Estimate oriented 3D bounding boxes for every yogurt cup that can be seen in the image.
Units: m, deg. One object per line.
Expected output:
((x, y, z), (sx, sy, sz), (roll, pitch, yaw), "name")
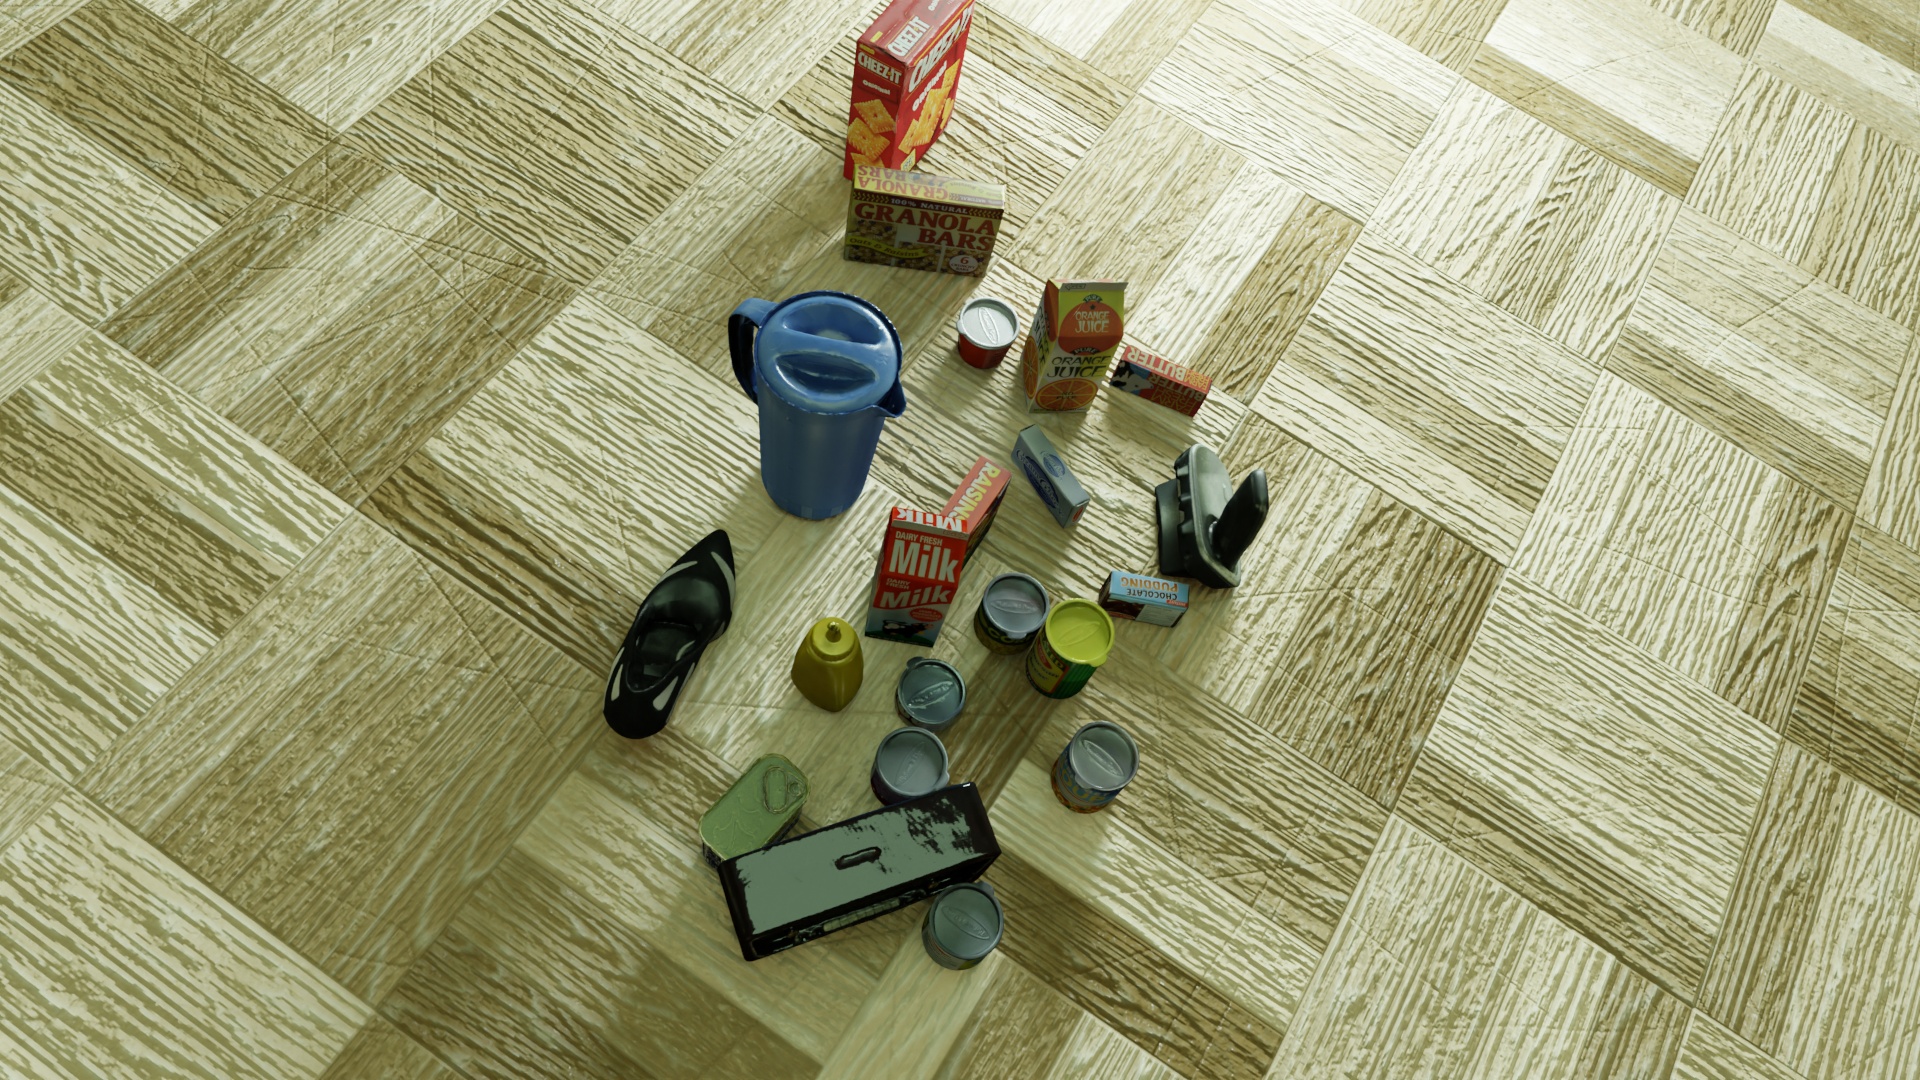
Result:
((0.028, -0.225, 1.524), (0.072, 0.053, 0.072), (4, 63, -8), "yogurt cup")

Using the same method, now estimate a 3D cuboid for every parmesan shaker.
((0.105, 0.109, 1.340), (0.071, 0.102, 0.071), (4, 63, -8), "parmesan shaker")

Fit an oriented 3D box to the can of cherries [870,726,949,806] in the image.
((-0.047, 0.214, 1.284), (0.071, 0.058, 0.072), (4, 63, -8), "can of cherries")

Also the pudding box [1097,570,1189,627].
((0.185, 0.060, 1.410), (0.084, 0.049, 0.030), (11, 62, -5), "pudding box")

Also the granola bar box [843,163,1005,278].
((-0.042, -0.350, 1.535), (0.166, 0.123, 0.039), (6, 63, -7), "granola bar box")

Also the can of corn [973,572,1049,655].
((0.050, 0.076, 1.372), (0.071, 0.058, 0.071), (4, 63, -8), "can of corn")

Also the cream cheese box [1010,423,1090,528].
((0.093, -0.067, 1.455), (0.024, 0.053, 0.104), (-27, 71, -21), "cream cheese box")

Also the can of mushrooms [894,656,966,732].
((-0.030, 0.148, 1.335), (0.071, 0.033, 0.071), (4, 63, -8), "can of mushrooms")

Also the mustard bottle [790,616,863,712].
((-0.118, 0.107, 1.268), (0.065, 0.159, 0.049), (33, 63, 7), "mustard bottle")

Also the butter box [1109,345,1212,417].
((0.221, -0.175, 1.534), (0.103, 0.053, 0.024), (22, 62, 1), "butter box")

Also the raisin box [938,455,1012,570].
((0.005, -0.017, 1.374), (0.040, 0.122, 0.086), (32, 63, 6), "raisin box")

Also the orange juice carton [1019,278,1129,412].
((0.119, -0.213, 1.456), (0.072, 0.191, 0.073), (-2, 64, -11), "orange juice carton")

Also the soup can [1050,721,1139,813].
((0.123, 0.215, 1.300), (0.071, 0.083, 0.071), (4, 63, -8), "soup can")

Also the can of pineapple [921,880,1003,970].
((0.003, 0.341, 1.228), (0.071, 0.057, 0.071), (4, 63, -8), "can of pineapple")

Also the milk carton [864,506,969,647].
((-0.041, 0.029, 1.305), (0.072, 0.189, 0.074), (10, 62, -5), "milk carton")
